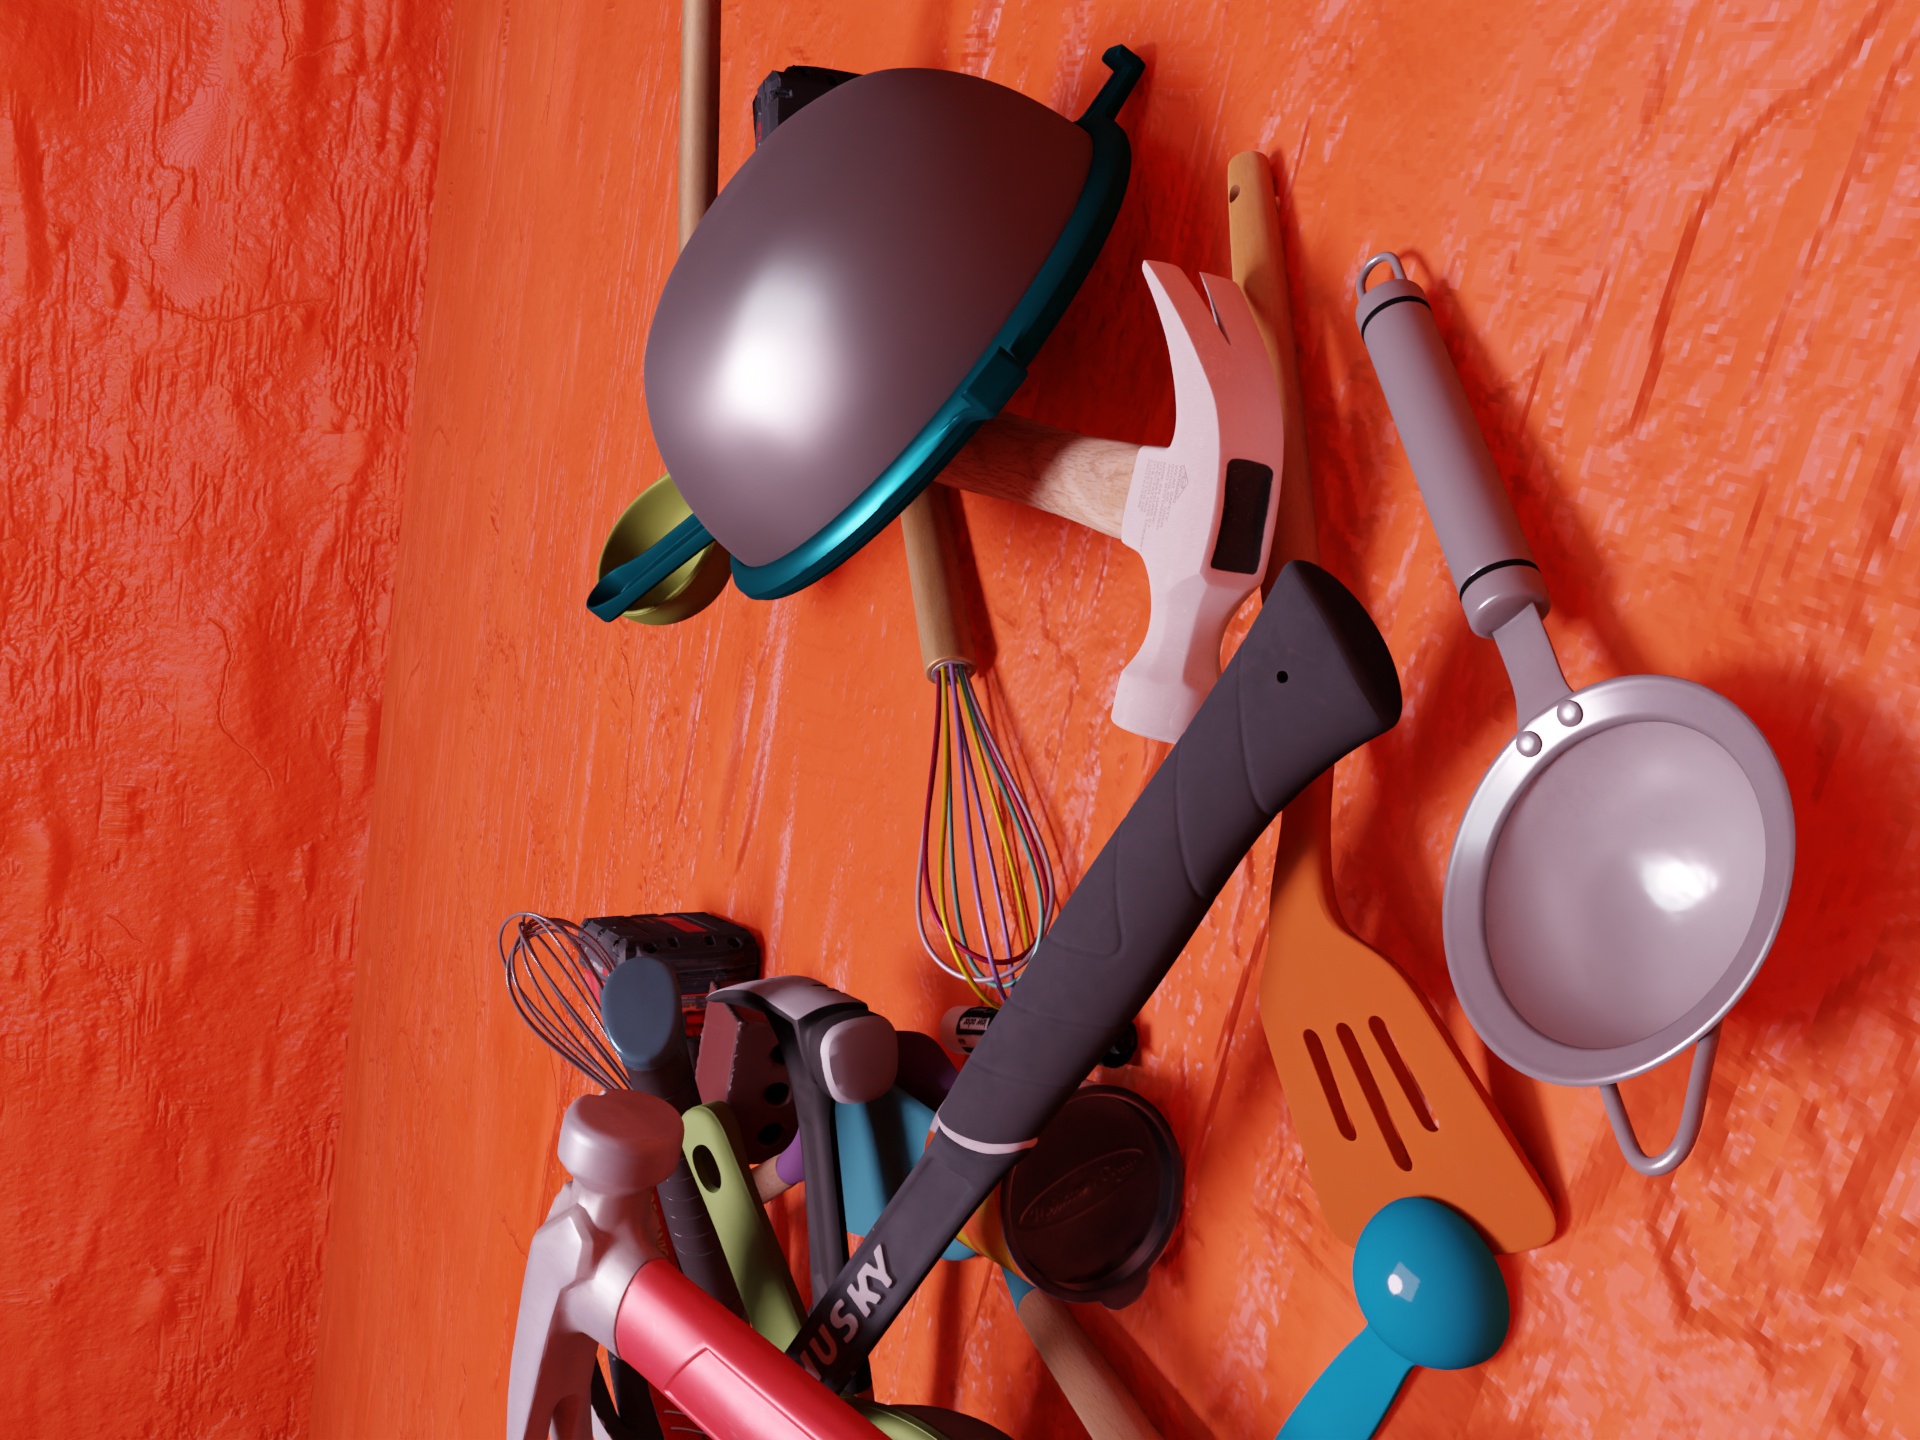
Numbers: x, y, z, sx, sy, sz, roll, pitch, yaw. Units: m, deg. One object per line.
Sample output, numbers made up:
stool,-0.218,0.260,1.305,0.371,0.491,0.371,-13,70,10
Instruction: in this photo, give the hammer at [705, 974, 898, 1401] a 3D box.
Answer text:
hammer,-0.050,0.270,0.635,0.127,0.034,0.337,3,99,63

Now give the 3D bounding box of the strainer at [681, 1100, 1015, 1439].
strainer,-0.026,0.248,0.554,0.151,0.069,0.256,-36,72,35

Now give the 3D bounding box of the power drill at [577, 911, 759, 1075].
power drill,-0.169,0.223,0.898,0.143,0.078,0.219,1,91,64

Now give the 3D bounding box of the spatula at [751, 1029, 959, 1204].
spatula,-0.093,0.211,0.730,0.060,0.018,0.316,55,132,6

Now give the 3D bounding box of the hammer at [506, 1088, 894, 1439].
hammer,0.009,0.241,0.407,0.387,0.038,0.143,22,105,38

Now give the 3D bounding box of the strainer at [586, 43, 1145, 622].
strainer,-0.085,-0.131,0.603,0.340,0.095,0.211,-28,33,45

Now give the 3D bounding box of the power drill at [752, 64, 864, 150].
power drill,-0.087,-0.193,0.783,0.227,0.080,0.188,164,105,-66

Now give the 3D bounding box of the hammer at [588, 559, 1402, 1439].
hammer,-0.004,0.129,0.465,0.149,0.036,0.408,45,117,29

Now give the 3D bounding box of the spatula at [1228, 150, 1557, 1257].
spatula,0.101,-0.020,0.444,0.081,0.041,0.323,-34,53,57

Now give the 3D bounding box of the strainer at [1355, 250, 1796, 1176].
strainer,0.130,-0.021,0.365,0.087,0.050,0.259,-46,41,43

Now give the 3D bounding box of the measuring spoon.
measuring spoon,0.099,0.175,0.414,0.042,0.021,0.128,48,132,37

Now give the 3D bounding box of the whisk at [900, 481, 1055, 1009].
whisk,-0.002,-0.003,0.625,0.051,0.047,0.245,127,142,-49

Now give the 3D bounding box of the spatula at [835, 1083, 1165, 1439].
spatula,0.026,0.214,0.528,0.318,0.044,0.082,-144,53,-62

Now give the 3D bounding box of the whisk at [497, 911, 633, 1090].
whisk,-0.160,0.198,0.806,0.239,0.055,0.055,58,149,-1

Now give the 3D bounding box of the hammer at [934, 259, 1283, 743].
hammer,0.013,-0.098,0.570,0.331,0.031,0.130,35,115,62

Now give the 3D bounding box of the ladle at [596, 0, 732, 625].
ladle,-0.129,-0.194,0.714,0.078,0.062,0.320,32,126,43

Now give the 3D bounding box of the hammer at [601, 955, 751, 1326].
hammer,-0.104,0.241,0.679,0.128,0.033,0.330,-111,12,-58
